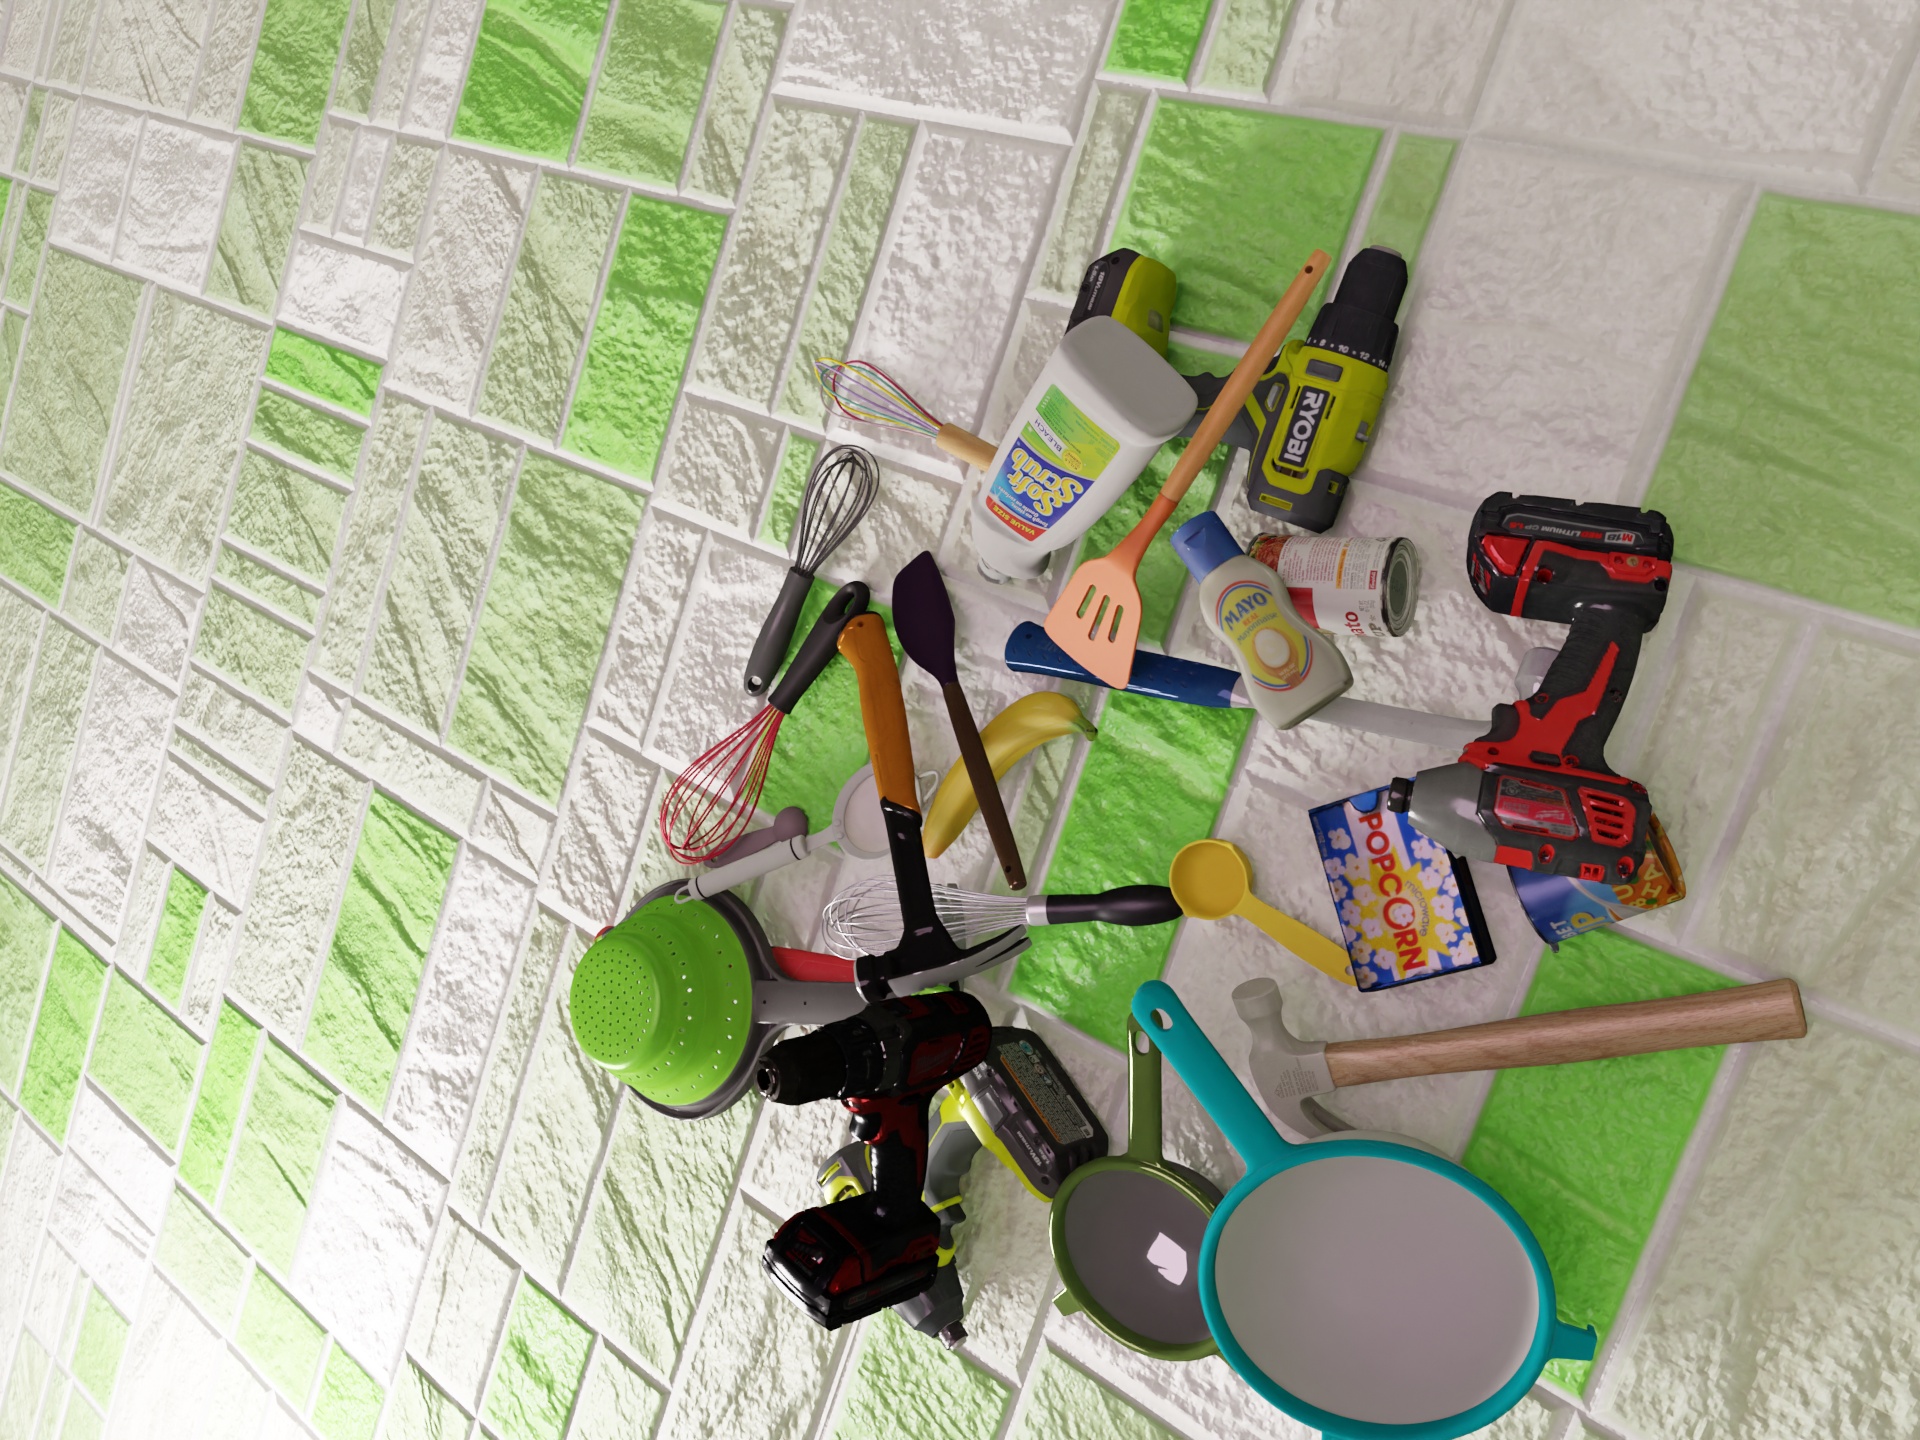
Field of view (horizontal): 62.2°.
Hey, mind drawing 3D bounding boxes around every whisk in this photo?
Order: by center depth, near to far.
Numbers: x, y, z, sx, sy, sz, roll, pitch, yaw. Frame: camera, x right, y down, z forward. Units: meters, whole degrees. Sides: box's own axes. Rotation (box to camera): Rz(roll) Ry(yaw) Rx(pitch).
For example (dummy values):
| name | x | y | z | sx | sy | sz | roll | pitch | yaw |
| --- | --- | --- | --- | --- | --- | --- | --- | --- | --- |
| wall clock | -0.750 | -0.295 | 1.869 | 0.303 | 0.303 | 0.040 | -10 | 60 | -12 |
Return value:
| name | x | y | z | sx | sy | sz | roll | pitch | yaw |
| --- | --- | --- | --- | --- | --- | --- | --- | --- | --- |
| whisk | 0.028 | 0.142 | 1.186 | 0.284 | 0.070 | 0.070 | -5 | 84 | 17 |
| whisk | -0.028 | -0.238 | 1.288 | 0.245 | 0.051 | 0.047 | 32 | 125 | 27 |
| whisk | -0.131 | -0.123 | 1.345 | 0.055 | 0.055 | 0.239 | 38 | 112 | 30 |
| whisk | -0.166 | 0.003 | 1.352 | 0.073 | 0.073 | 0.296 | 43 | 104 | 28 |

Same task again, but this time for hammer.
| name | x | y | z | sx | sy | sz | roll | pitch | yaw |
| --- | --- | --- | --- | --- | --- | --- | --- | --- | --- |
| hammer | 0.343 | 0.204 | 0.991 | 0.331 | 0.031 | 0.130 | -14 | 102 | 27 |
| hammer | 0.198 | -0.014 | 1.095 | 0.406 | 0.035 | 0.144 | 14 | 65 | 38 |
| hammer | -0.041 | 0.048 | 1.215 | 0.127 | 0.034 | 0.337 | -18 | 54 | 6 |
| hammer | -0.164 | 0.193 | 1.347 | 0.386 | 0.038 | 0.143 | 2 | 87 | 34 |

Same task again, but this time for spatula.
| name | x | y | z | sx | sy | sz | roll | pitch | yaw |
| --- | --- | --- | --- | --- | --- | --- | --- | --- | --- |
| spatula | 0.158 | -0.172 | 1.082 | 0.081 | 0.041 | 0.322 | 39 | 108 | 24 |
| spatula | -0.002 | -0.004 | 1.221 | 0.059 | 0.018 | 0.316 | -40 | 51 | 27 |

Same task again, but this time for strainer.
| name | x | y | z | sx | sy | sz | roll | pitch | yaw |
| --- | --- | --- | --- | --- | --- | --- | --- | --- | --- |
| strainer | 0.222 | 0.288 | 1.001 | 0.211 | 0.095 | 0.340 | -36 | 92 | 23 |
| strainer | 0.139 | 0.309 | 1.093 | 0.151 | 0.069 | 0.256 | 6 | 105 | 32 |
| strainer | -0.122 | 0.100 | 1.294 | 0.258 | 0.050 | 0.087 | -22 | 57 | 14 |

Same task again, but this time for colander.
| name | x | y | z | sx | sy | sz | roll | pitch | yaw |
| --- | --- | --- | --- | --- | --- | --- | --- | --- | --- |
| colander | -0.189 | 0.227 | 1.279 | 0.397 | 0.094 | 0.204 | -5 | 81 | 34 |

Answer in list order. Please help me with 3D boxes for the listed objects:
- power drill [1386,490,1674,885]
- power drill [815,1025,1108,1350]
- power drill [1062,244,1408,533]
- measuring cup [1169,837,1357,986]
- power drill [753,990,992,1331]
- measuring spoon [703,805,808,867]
| name | x | y | z | sx | sy | sz | roll | pitch | yaw |
| --- | --- | --- | --- | --- | --- | --- | --- | --- | --- |
| power drill | 0.339 | -0.018 | 0.941 | 0.143 | 0.078 | 0.220 | 10 | 71 | 17 |
| power drill | 0.002 | 0.353 | 1.204 | 0.223 | 0.080 | 0.171 | -50 | 61 | 25 |
| power drill | 0.190 | -0.254 | 1.116 | 0.229 | 0.080 | 0.190 | 24 | 102 | 30 |
| measuring cup | 0.218 | 0.136 | 1.107 | 0.157 | 0.029 | 0.062 | 33 | 105 | 19 |
| power drill | -0.075 | 0.301 | 1.102 | 0.080 | 0.187 | 0.226 | 26 | 111 | 42 |
| measuring spoon | -0.182 | 0.105 | 1.377 | 0.124 | 0.018 | 0.034 | -24 | 74 | 31 |
